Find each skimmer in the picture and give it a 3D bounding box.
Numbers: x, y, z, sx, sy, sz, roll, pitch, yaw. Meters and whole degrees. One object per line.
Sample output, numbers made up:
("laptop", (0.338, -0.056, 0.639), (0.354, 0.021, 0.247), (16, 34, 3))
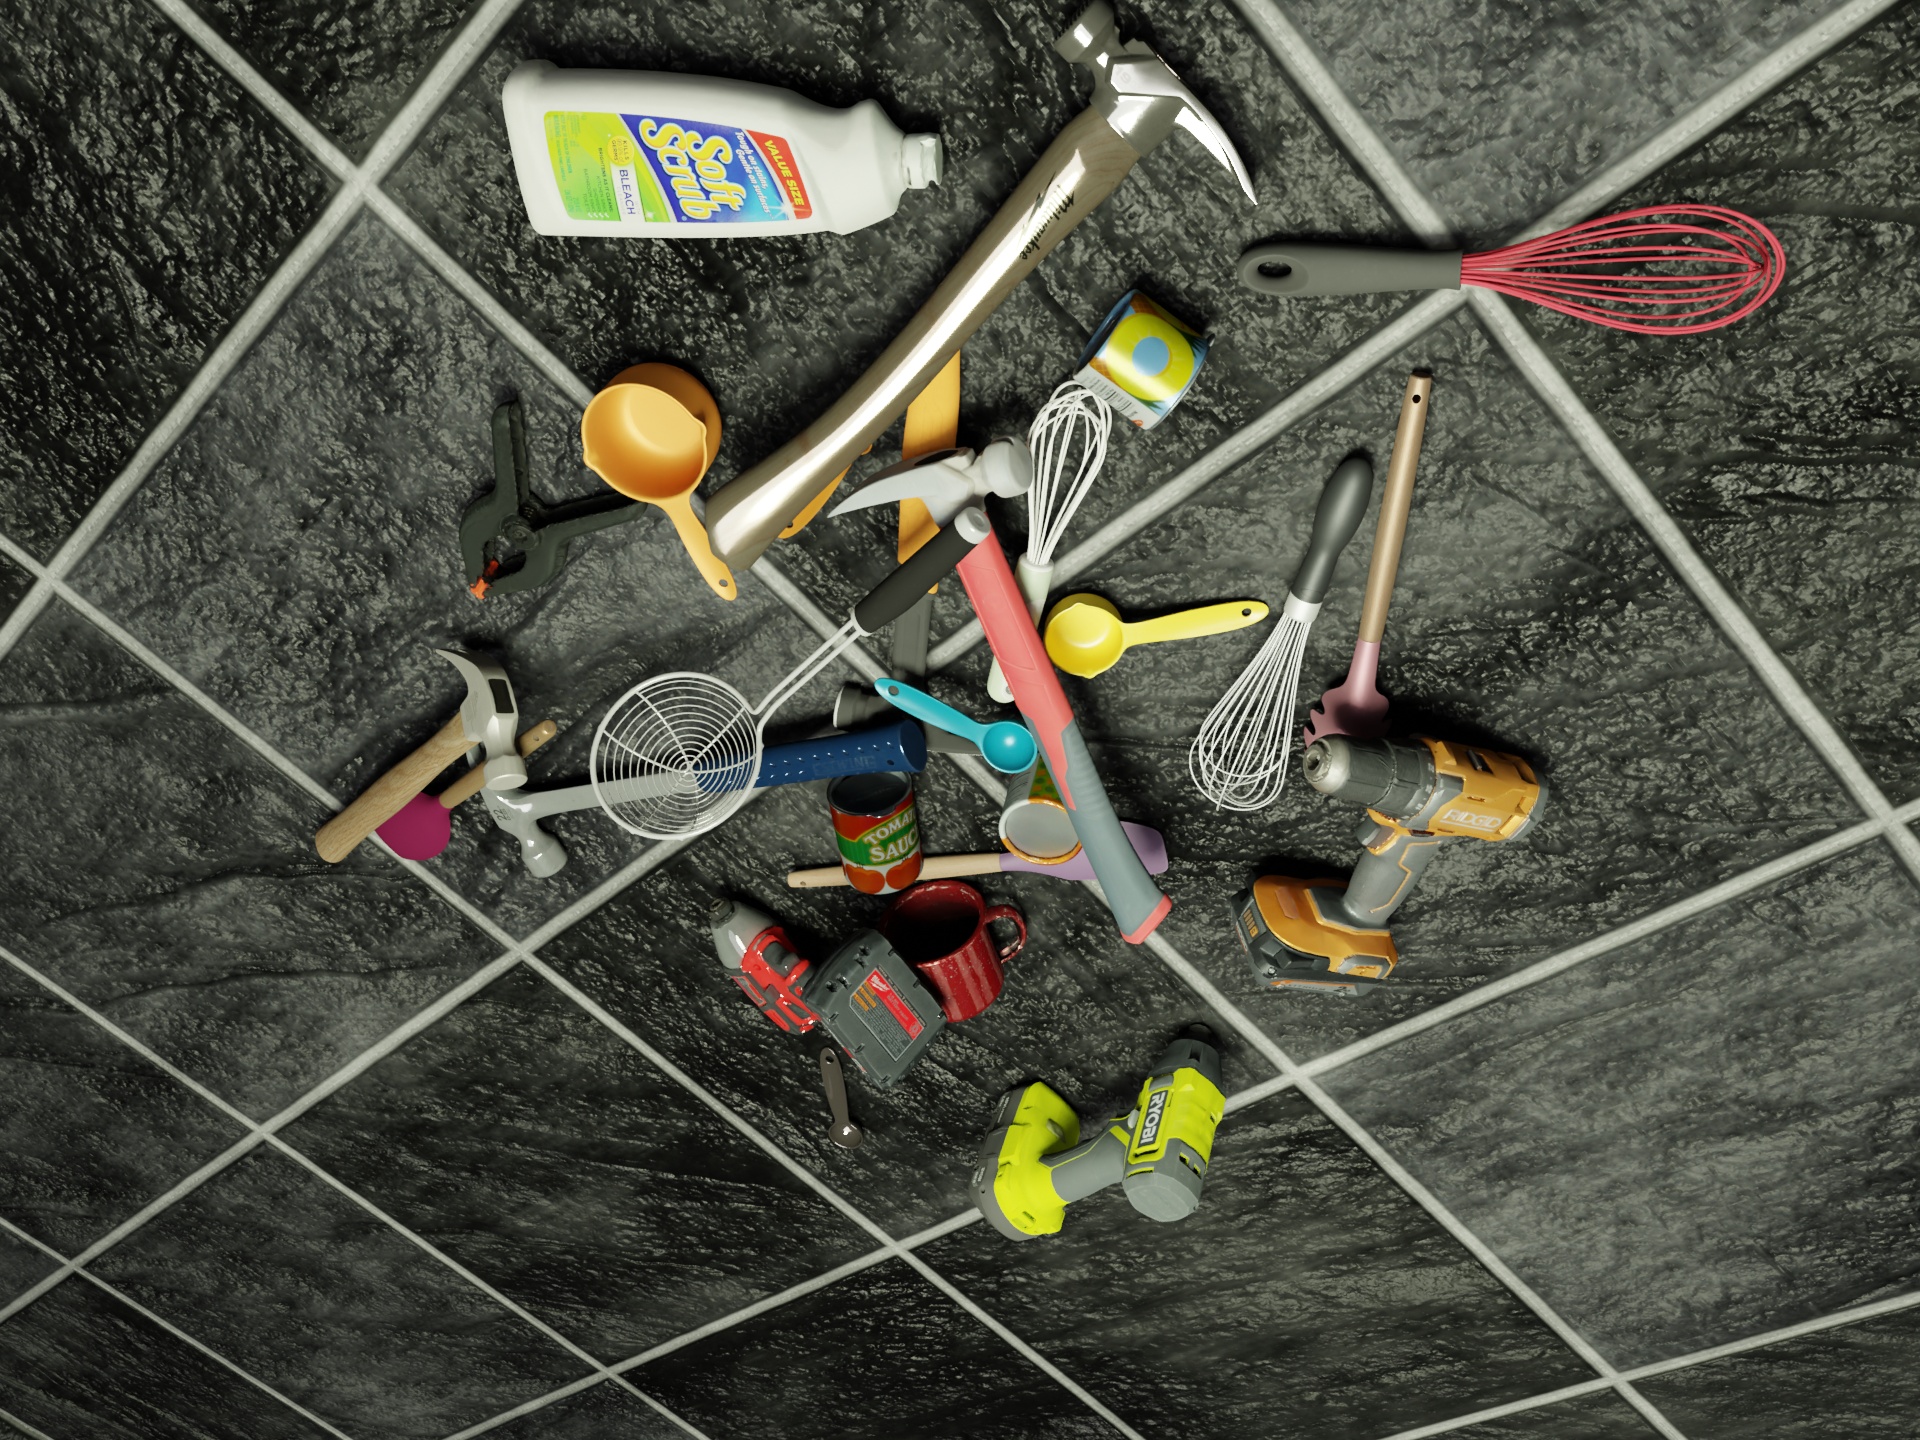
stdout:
("skimmer", (-0.123, -0.037, 1.077), (0.090, 0.127, 0.363), (1, 151, -45))

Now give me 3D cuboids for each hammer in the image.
("hammer", (-0.214, 0.042, 1.245), (0.405, 0.035, 0.144), (-9, 123, 27))
("hammer", (-0.010, -0.230, 0.974), (0.146, 0.038, 0.410), (40, 116, -17))
("hammer", (-0.021, -0.118, 1.101), (0.127, 0.034, 0.336), (11, 128, 7))
("hammer", (-0.450, 0.044, 1.298), (0.031, 0.130, 0.331), (3, 156, -44))
("hammer", (0.045, -0.005, 1.095), (0.143, 0.038, 0.386), (-10, 117, 31))

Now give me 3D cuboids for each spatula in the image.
("spatula", (0.008, 0.114, 1.278), (0.316, 0.018, 0.059), (-7, 123, 17))

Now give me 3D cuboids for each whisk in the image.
("whisk", (0.054, -0.113, 1.066), (0.059, 0.057, 0.246), (46, 136, 37))
("whisk", (0.305, -0.258, 0.905), (0.296, 0.073, 0.073), (5, 127, 18))
("whisk", (0.223, -0.051, 1.082), (0.070, 0.070, 0.284), (17, 124, 1))

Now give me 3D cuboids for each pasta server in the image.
("pasta server", (0.278, -0.083, 1.062), (0.060, 0.040, 0.316), (7, 124, 8))

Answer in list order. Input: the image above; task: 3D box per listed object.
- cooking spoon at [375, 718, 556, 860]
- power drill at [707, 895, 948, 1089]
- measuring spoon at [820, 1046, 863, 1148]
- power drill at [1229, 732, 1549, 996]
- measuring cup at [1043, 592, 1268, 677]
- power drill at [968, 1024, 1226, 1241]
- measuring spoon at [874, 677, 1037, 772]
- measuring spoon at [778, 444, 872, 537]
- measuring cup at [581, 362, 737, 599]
("cooking spoon", (-0.408, 0.057, 1.298), (0.319, 0.017, 0.068), (-28, 107, 44))
("power drill", (-0.121, 0.211, 1.295), (0.220, 0.078, 0.143), (7, 138, 54))
("measuring spoon", (-0.113, 0.351, 1.492), (0.034, 0.018, 0.124), (0, 119, 16))
("power drill", (0.280, 0.097, 1.130), (0.185, 0.084, 0.226), (11, 131, -26))
("measuring cup", (0.135, -0.070, 1.111), (0.156, 0.029, 0.062), (-9, 123, 6))
("power drill", (0.122, 0.349, 1.344), (0.223, 0.171, 0.080), (-28, 116, 39))
("measuring spoon", (-0.002, -0.004, 1.151), (0.128, 0.021, 0.042), (26, 121, 4))
("measuring spoon", (-0.096, -0.164, 1.103), (0.021, 0.011, 0.117), (35, 130, -15))
("measuring cup", (-0.190, -0.165, 1.097), (0.095, 0.052, 0.173), (-12, 124, 22))
